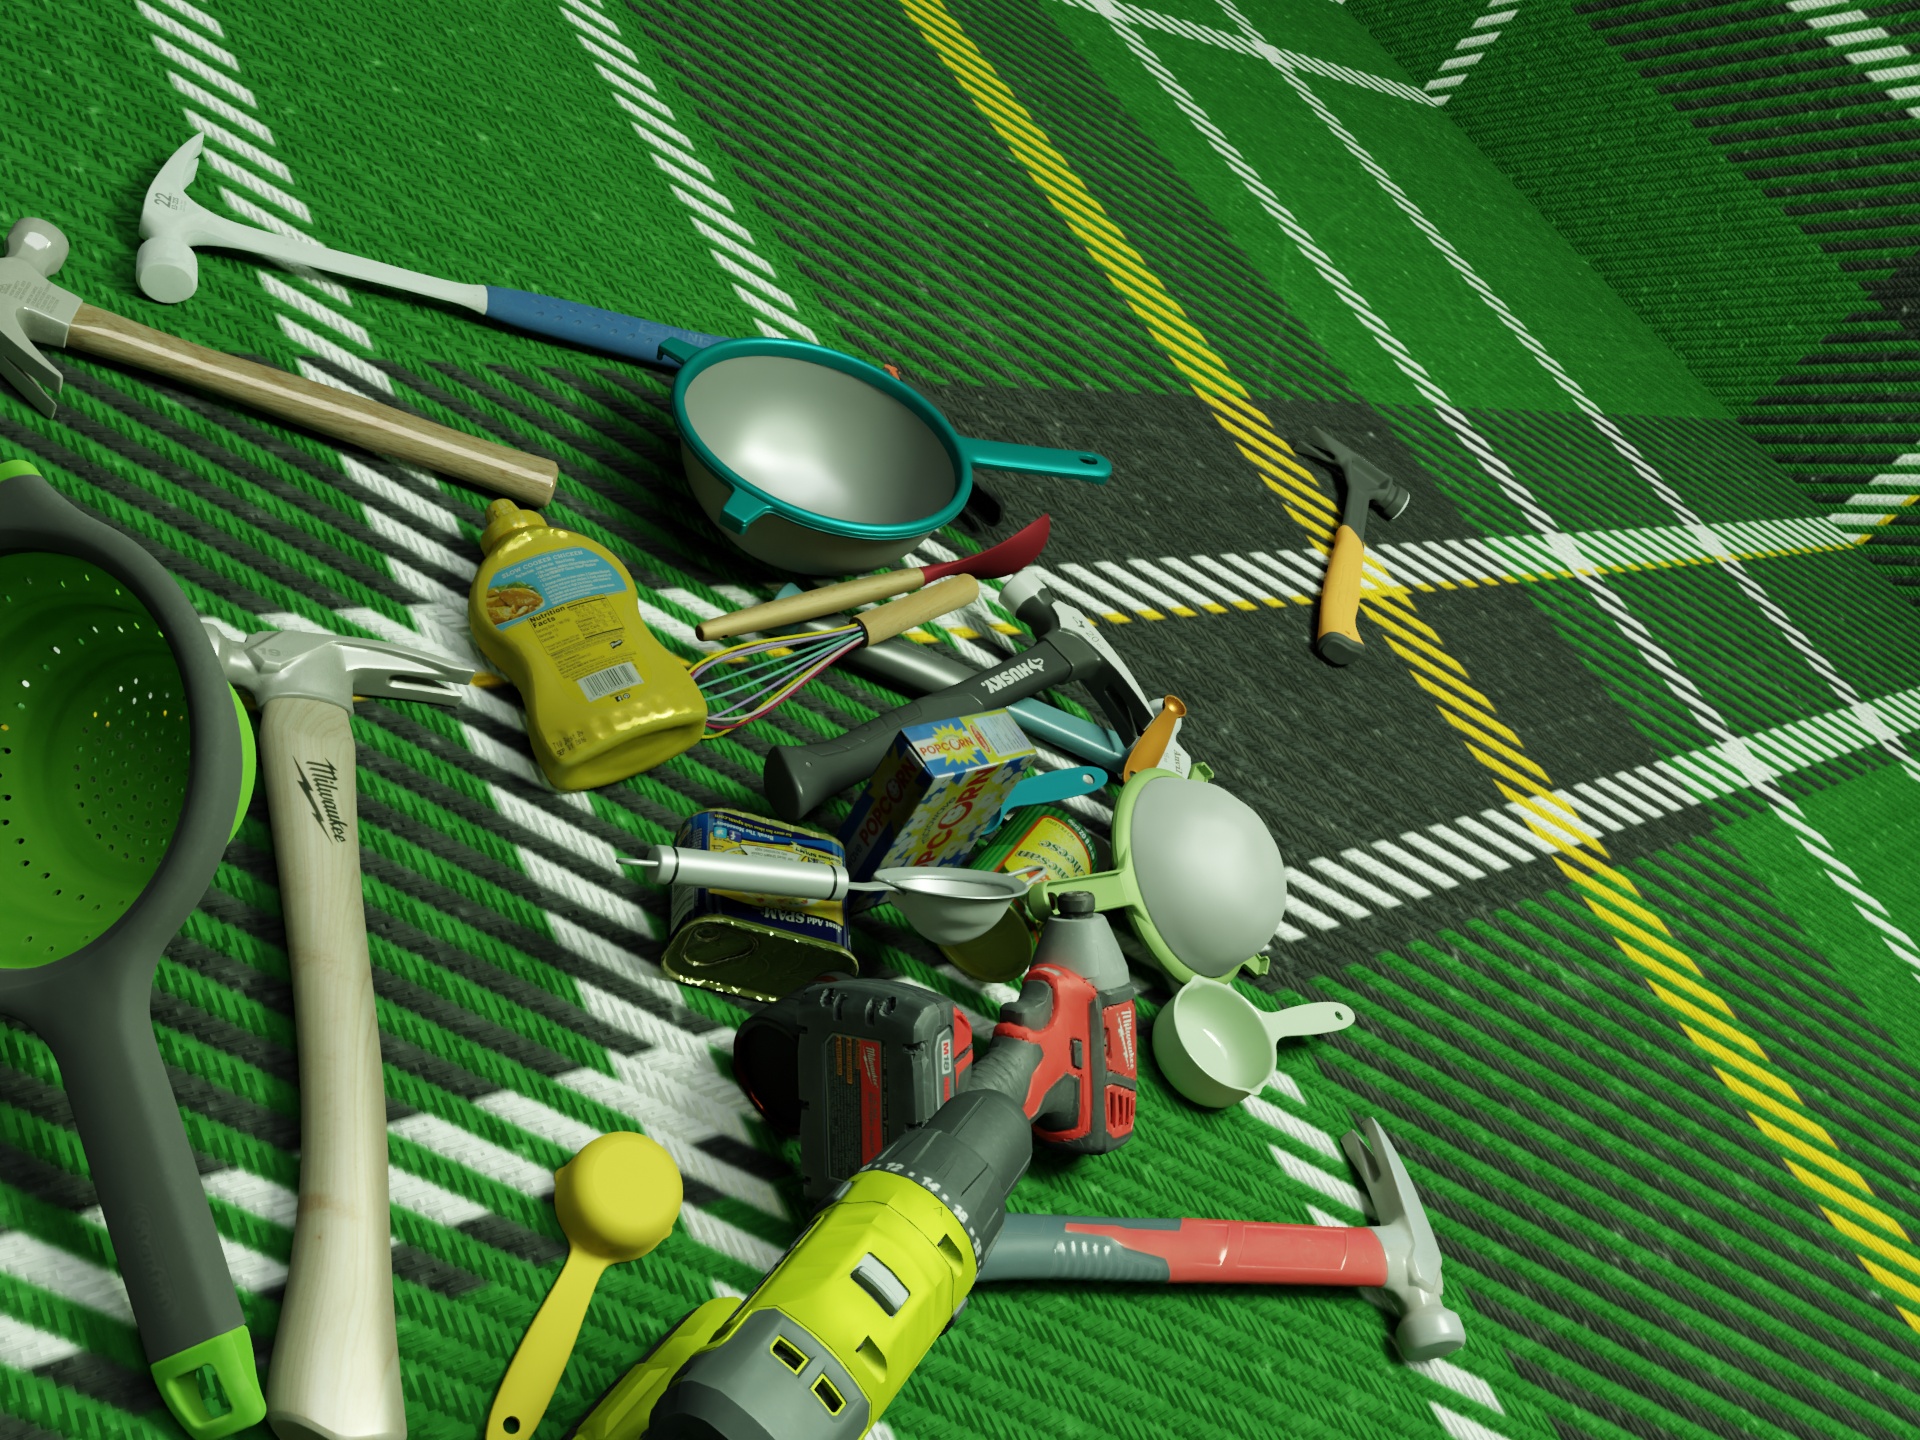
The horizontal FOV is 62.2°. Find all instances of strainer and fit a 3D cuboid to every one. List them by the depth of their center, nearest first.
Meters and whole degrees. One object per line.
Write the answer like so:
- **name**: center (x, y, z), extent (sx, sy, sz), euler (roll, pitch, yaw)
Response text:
- **strainer**: center (-0.061, 0.088, 0.837), extent (0.258, 0.087, 0.050), euler (11, 90, -34)
- **strainer**: center (0.135, 0.095, 0.986), extent (0.256, 0.069, 0.151), euler (0, 72, -54)
- **strainer**: center (-0.050, -0.165, 1.127), extent (0.340, 0.095, 0.211), euler (1, 46, -30)

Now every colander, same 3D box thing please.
- **colander**: center (-0.344, 0.092, 0.666), extent (0.397, 0.204, 0.094), euler (67, 10, 10)

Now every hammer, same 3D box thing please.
- **hammer**: center (-0.280, 0.123, 0.733), extent (0.146, 0.038, 0.411), euler (7, 48, -34)
- **hammer**: center (0.112, 0.278, 0.880), extent (0.386, 0.038, 0.143), euler (12, 44, -28)
- **hammer**: center (-0.404, -0.193, 0.949), extent (0.331, 0.031, 0.130), euler (18, 43, -24)
- **hammer**: center (-0.002, -0.003, 1.014), extent (0.146, 0.035, 0.335), euler (47, 38, 14)
- **hammer**: center (-0.340, -0.297, 1.096), extent (0.405, 0.035, 0.144), euler (8, 48, -32)
- **hammer**: center (0.016, -0.017, 1.099), extent (0.330, 0.033, 0.128), euler (22, 40, -18)
- **hammer**: center (0.361, -0.163, 1.504), extent (0.127, 0.034, 0.337), euler (33, 39, -8)

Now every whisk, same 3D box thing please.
- **whisk**: center (-0.082, -0.046, 1.014), extent (0.245, 0.051, 0.047), euler (-25, 95, -36)

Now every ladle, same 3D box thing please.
- **ladle**: center (-0.047, -0.092, 1.064), extent (0.315, 0.069, 0.031), euler (-20, 78, -42)

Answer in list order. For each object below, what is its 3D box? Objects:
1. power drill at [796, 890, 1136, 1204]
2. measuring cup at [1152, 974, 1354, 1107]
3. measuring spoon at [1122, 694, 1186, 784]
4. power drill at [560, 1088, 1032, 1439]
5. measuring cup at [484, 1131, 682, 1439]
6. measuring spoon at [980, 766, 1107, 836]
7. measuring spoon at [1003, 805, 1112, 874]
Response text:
- **power drill**: center (0.018, 0.170, 0.820), extent (0.219, 0.078, 0.143), euler (-4, 94, -52)
- **measuring cup**: center (0.189, 0.203, 1.014), extent (0.167, 0.038, 0.083), euler (1, 52, -39)
- **measuring spoon**: center (0.135, 0.017, 1.124), extent (0.021, 0.011, 0.117), euler (39, 41, -1)
- **power drill**: center (-0.068, 0.247, 0.619), extent (0.080, 0.228, 0.190), euler (43, 39, 6)
- **measuring cup**: center (-0.167, 0.248, 0.700), extent (0.062, 0.029, 0.157), euler (31, 38, -9)
- **measuring spoon**: center (0.041, 0.051, 1.045), extent (0.128, 0.021, 0.042), euler (-11, 66, -31)
- **measuring spoon**: center (0.044, 0.069, 1.054), extent (0.124, 0.018, 0.034), euler (31, 54, 2)
